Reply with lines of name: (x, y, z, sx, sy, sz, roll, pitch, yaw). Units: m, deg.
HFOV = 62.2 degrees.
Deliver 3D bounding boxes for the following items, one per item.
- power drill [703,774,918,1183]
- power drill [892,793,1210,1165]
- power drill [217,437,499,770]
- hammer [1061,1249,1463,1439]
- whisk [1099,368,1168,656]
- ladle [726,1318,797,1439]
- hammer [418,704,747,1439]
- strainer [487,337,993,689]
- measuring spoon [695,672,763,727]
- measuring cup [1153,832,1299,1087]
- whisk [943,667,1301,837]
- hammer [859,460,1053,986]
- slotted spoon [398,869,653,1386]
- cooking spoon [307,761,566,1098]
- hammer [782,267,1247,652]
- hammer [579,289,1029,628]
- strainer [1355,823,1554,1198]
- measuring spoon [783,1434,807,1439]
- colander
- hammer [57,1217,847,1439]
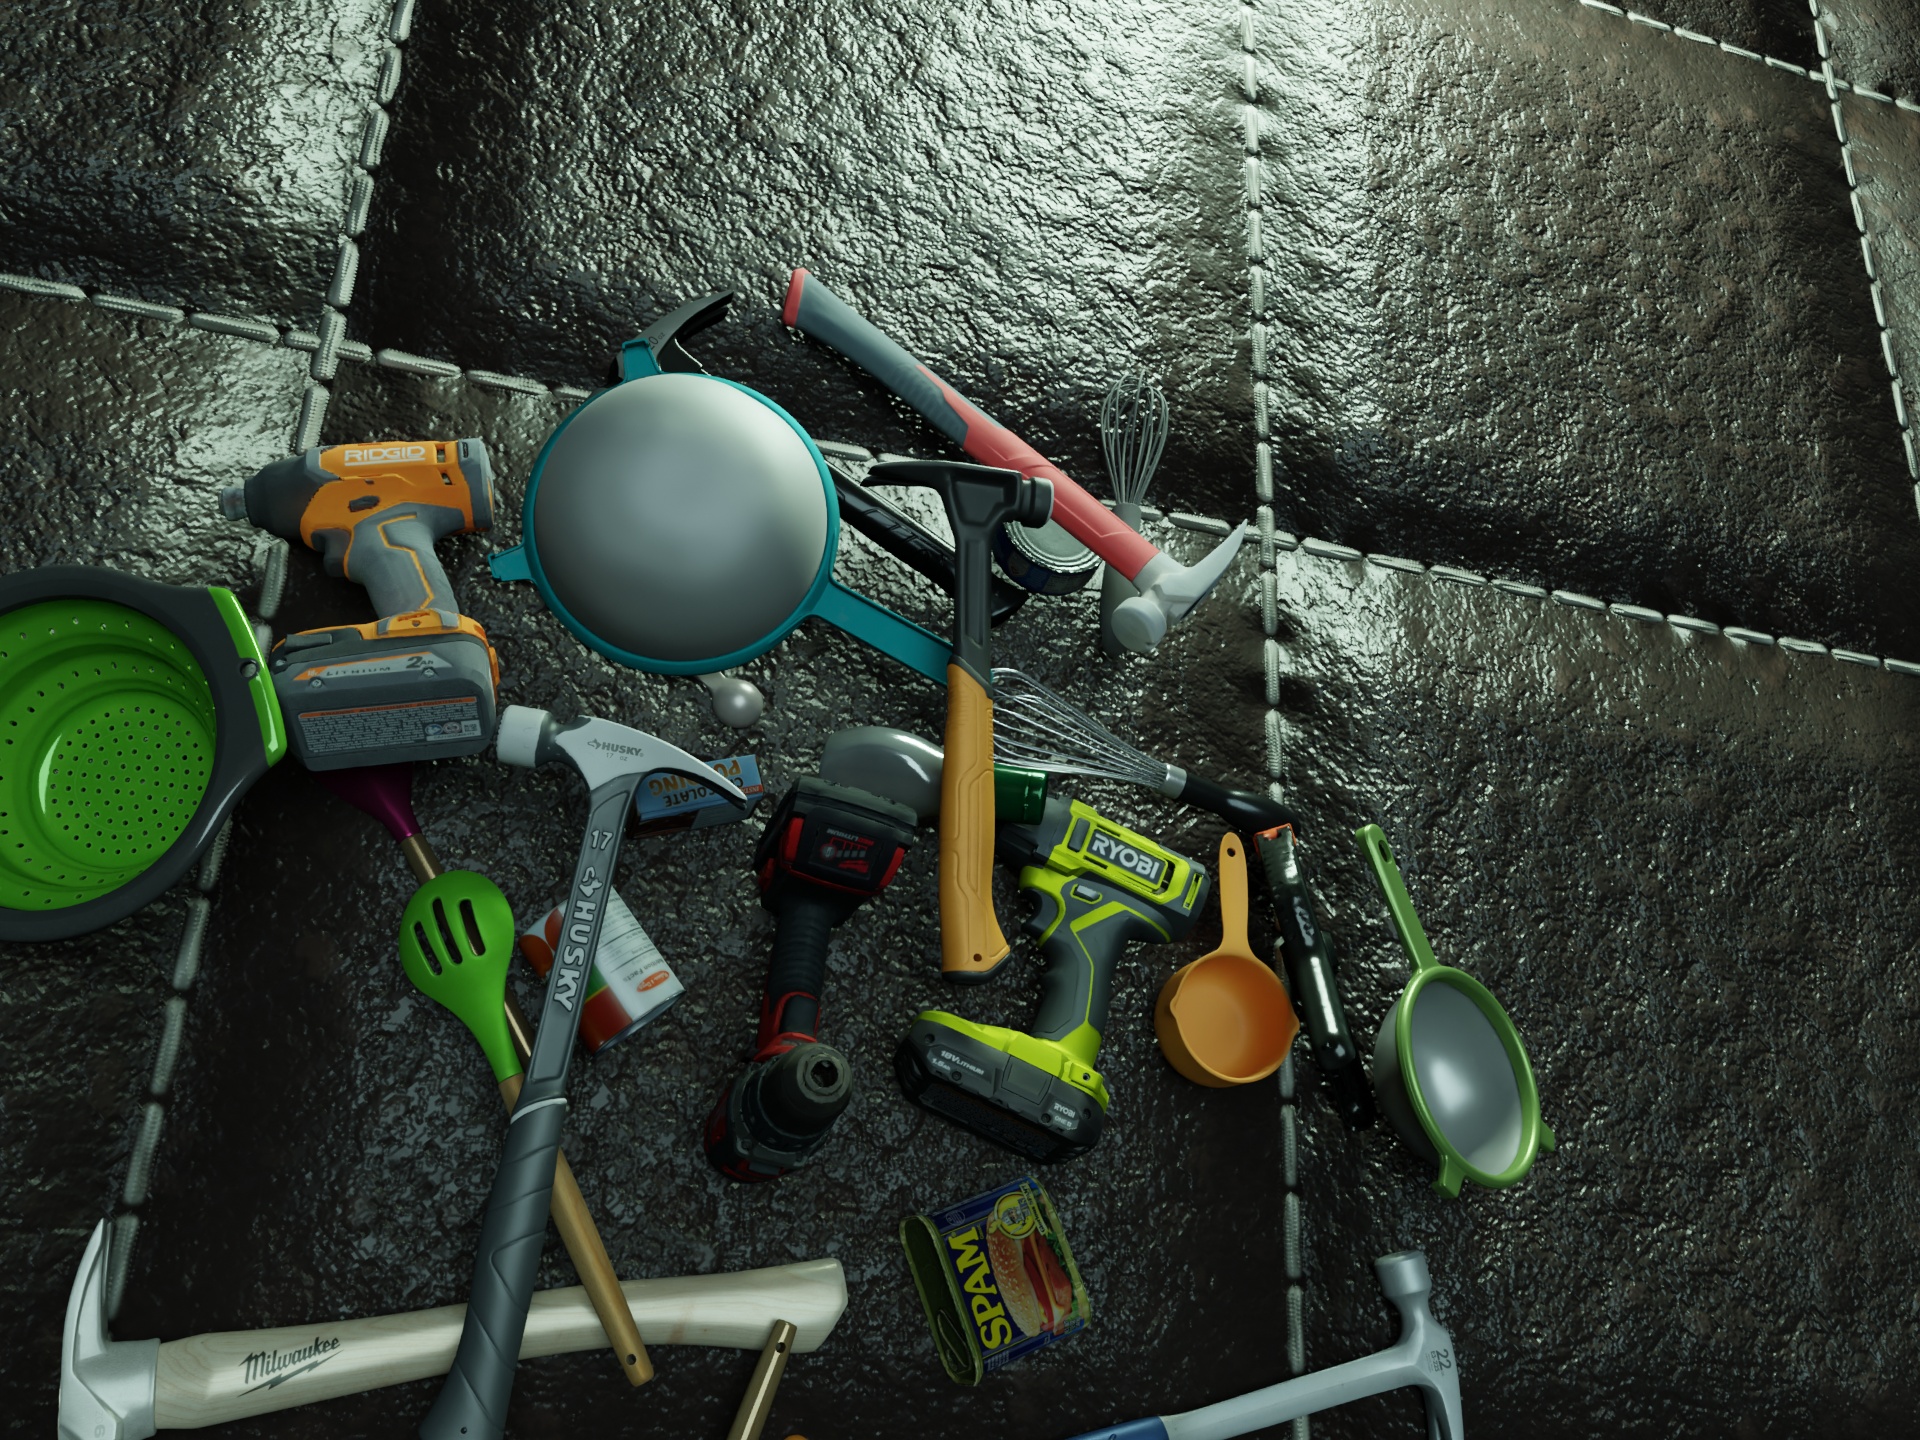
power drill: (-0.088, 0.150, 0.933, 0.080, 0.187, 0.227, 17, 61, -13)
power drill: (0.051, 0.157, 1.038, 0.171, 0.080, 0.223, 26, 60, 0)
power drill: (-0.362, -0.081, 0.958, 0.164, 0.084, 0.227, -6, 51, -14)
hammer: (0.136, 0.444, 0.976, 0.405, 0.035, 0.144, -7, 72, -21)
whisk: (0.127, -0.160, 1.206, 0.055, 0.055, 0.239, 12, 70, -14)
ladle: (-0.150, 0.478, 0.837, 0.078, 0.062, 0.320, 26, 68, -11)
hammer: (-0.224, 0.197, 0.883, 0.149, 0.036, 0.409, 11, 73, -6)
strainer: (-0.126, -0.110, 1.031, 0.340, 0.095, 0.211, 29, 78, 0)
measuring spoon: (-0.180, -0.045, 1.068, 0.124, 0.018, 0.034, 46, 63, 3)
measuring cup: (0.177, 0.166, 1.092, 0.095, 0.052, 0.174, 11, 65, -15)
whisk: (0.120, 0.031, 1.124, 0.284, 0.070, 0.070, 21, 64, -15)
hammer: (-0.002, -0.003, 1.002, 0.127, 0.034, 0.337, 5, 74, -18)
slotted spoon: (-0.243, 0.226, 0.903, 0.070, 0.031, 0.314, -27, 77, -4)
cooking spoon: (-0.321, 0.093, 0.964, 0.069, 0.017, 0.319, -28, 80, -25)
hammer: (0.029, -0.212, 1.162, 0.386, 0.038, 0.143, 40, 55, 10)
hammer: (-0.094, -0.175, 1.140, 0.334, 0.035, 0.146, 35, 63, -4)
strainer: (0.311, 0.202, 1.107, 0.151, 0.069, 0.256, -3, 68, -44)
measuring spoon: (-0.095, 0.468, 0.900, 0.021, 0.011, 0.117, 7, 68, -17)
colander: (-0.557, 0.055, 0.870, 0.397, 0.094, 0.205, -22, 78, -7)
hammer: (-0.266, 0.330, 0.882, 0.410, 0.038, 0.146, -1, 69, -20)
